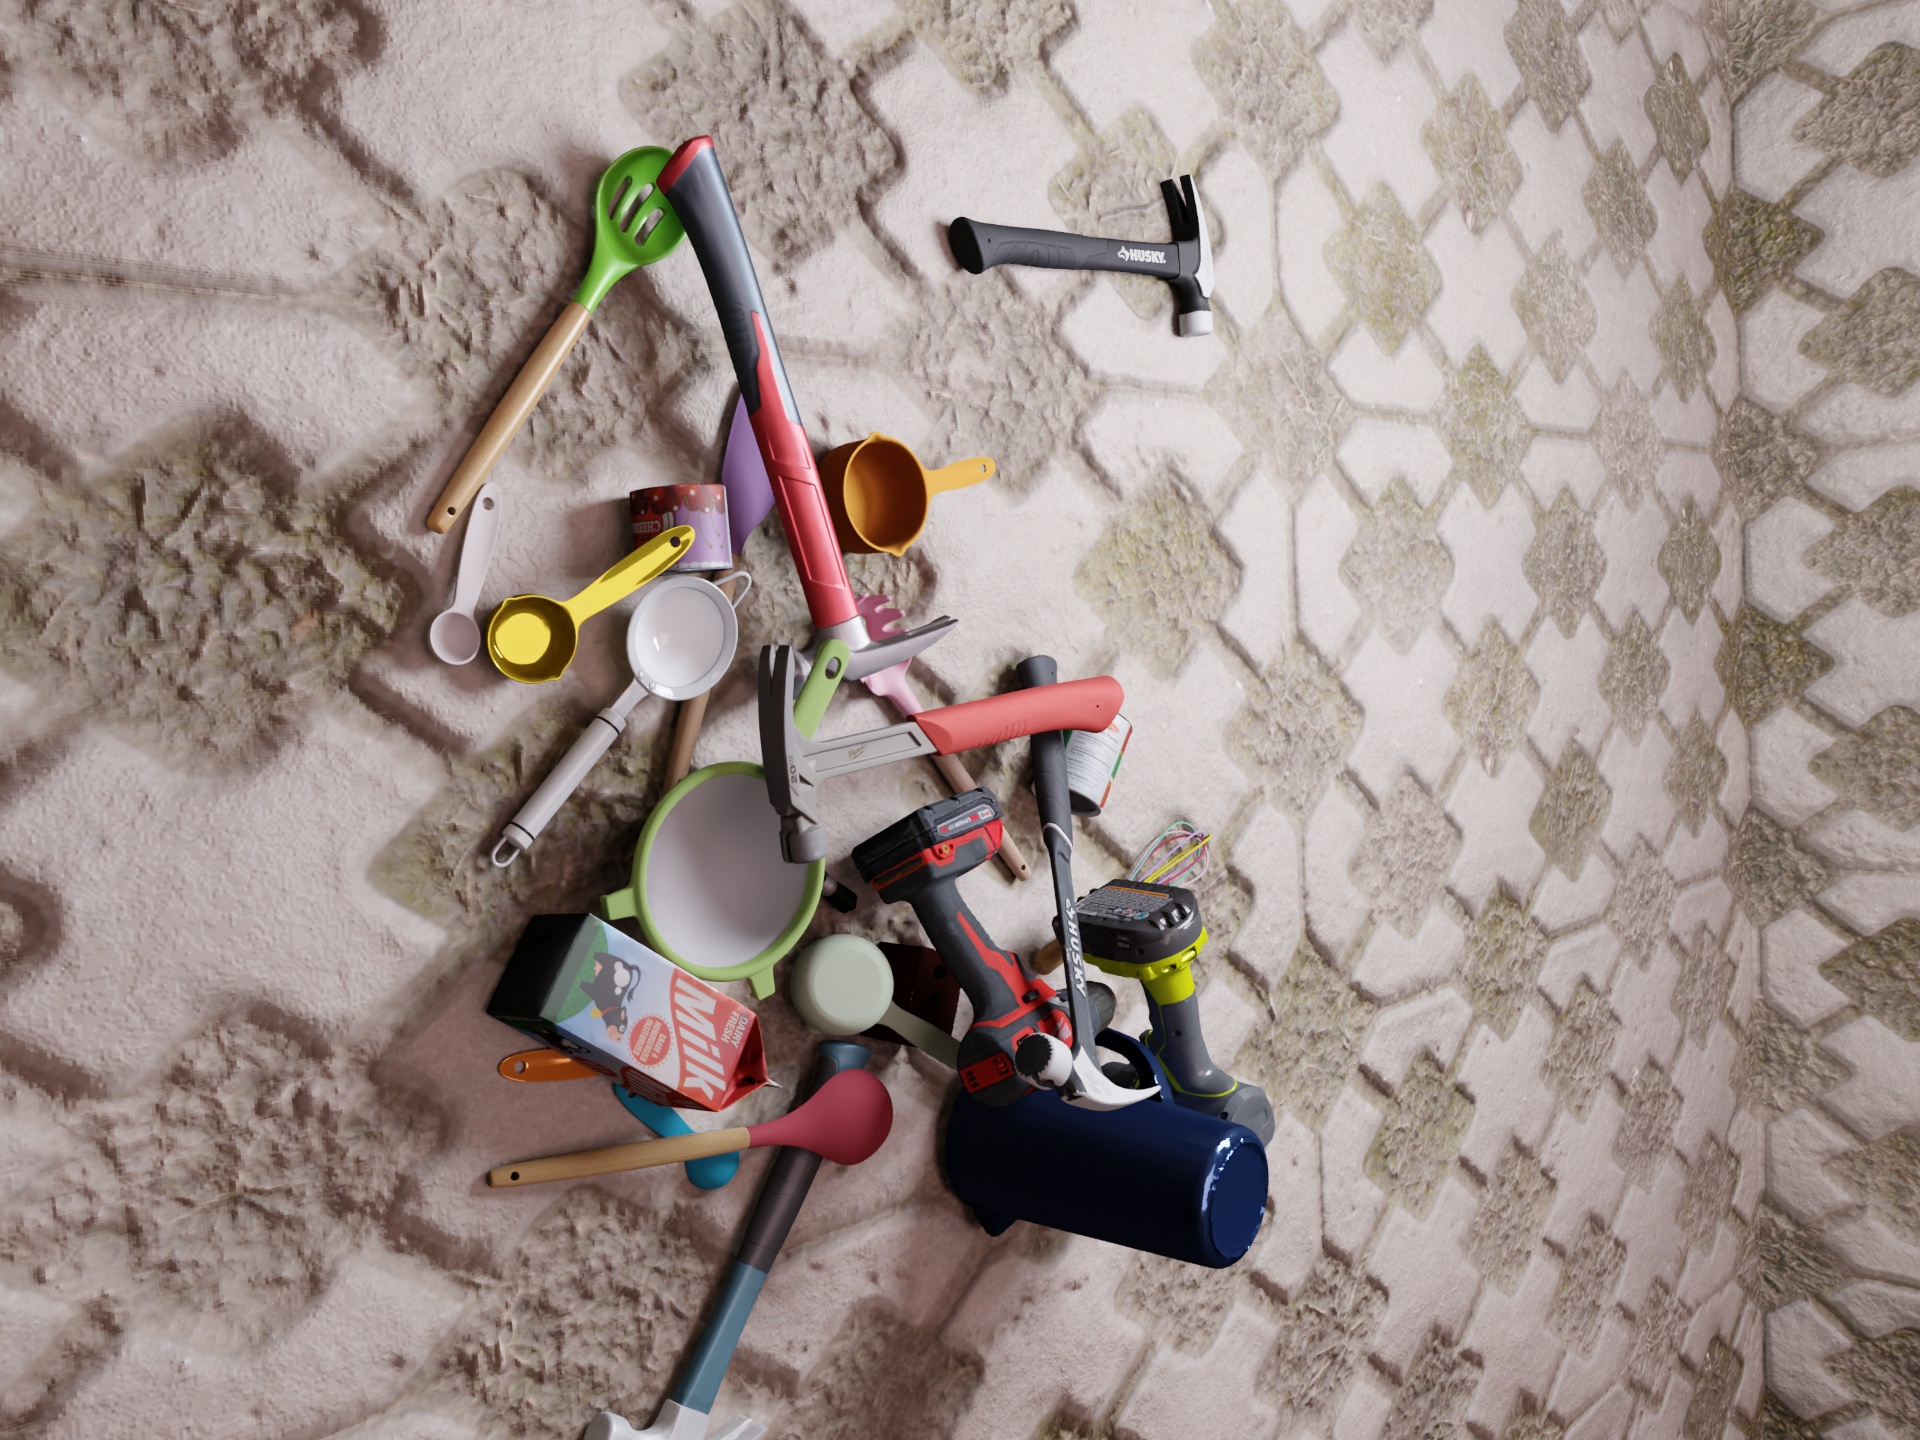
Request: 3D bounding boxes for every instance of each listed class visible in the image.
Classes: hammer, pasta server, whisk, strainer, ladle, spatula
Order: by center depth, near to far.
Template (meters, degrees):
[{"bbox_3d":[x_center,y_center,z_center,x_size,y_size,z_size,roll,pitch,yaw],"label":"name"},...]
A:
[{"bbox_3d":[-0.231,-0.007,1.064,0.258,0.050,0.086,-55,130,-23],"label":"strainer"},{"bbox_3d":[-0.173,0.292,1.105,0.315,0.031,0.069,0,81,-36],"label":"ladle"},{"bbox_3d":[-0.152,0.055,1.114,0.151,0.069,0.256,37,69,-36],"label":"strainer"},{"bbox_3d":[-0.116,-0.215,1.121,0.143,0.038,0.386,-21,107,-17],"label":"hammer"},{"bbox_3d":[-0.169,-0.094,1.140,0.059,0.018,0.316,25,71,-45],"label":"spatula"},{"bbox_3d":[-0.146,0.383,1.154,0.128,0.033,0.331,42,62,-36],"label":"hammer"},{"bbox_3d":[-0.002,-0.004,1.188,0.359,0.037,0.149,-13,101,-45],"label":"hammer"},{"bbox_3d":[0.083,0.113,1.255,0.149,0.036,0.409,36,38,-41],"label":"hammer"},{"bbox_3d":[-0.015,0.022,1.282,0.060,0.040,0.316,-46,123,-20],"label":"pasta server"},{"bbox_3d":[0.115,-0.421,1.414,0.334,0.035,0.146,-11,99,-44],"label":"hammer"},{"bbox_3d":[0.151,0.160,1.447,0.245,0.047,0.051,-32,113,-37],"label":"whisk"}]

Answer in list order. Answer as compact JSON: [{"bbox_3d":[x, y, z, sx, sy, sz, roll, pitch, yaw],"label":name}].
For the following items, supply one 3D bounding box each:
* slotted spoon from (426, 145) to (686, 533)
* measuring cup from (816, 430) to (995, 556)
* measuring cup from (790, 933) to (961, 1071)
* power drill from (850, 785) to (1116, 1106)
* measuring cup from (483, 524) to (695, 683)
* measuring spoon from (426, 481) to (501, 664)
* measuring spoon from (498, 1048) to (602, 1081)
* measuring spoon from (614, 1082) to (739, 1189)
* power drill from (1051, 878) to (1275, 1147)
[{"bbox_3d":[-0.263,-0.251,1.040,0.070,0.031,0.314,42,64,-37],"label":"slotted spoon"},{"bbox_3d":[-0.045,-0.182,1.242,0.173,0.052,0.095,-23,106,-45],"label":"measuring cup"},{"bbox_3d":[-0.049,0.221,1.189,0.167,0.038,0.083,32,75,-5],"label":"measuring cup"},{"bbox_3d":[0.030,0.170,1.233,0.188,0.080,0.227,-15,76,-57],"label":"power drill"},{"bbox_3d":[-0.240,-0.082,1.033,0.156,0.029,0.062,-38,115,-19],"label":"measuring cup"},{"bbox_3d":[-0.312,-0.093,1.003,0.034,0.018,0.124,25,66,-42],"label":"measuring spoon"},{"bbox_3d":[-0.255,0.229,1.062,0.116,0.011,0.021,7,79,-41],"label":"measuring spoon"},{"bbox_3d":[-0.195,0.287,1.111,0.128,0.021,0.042,52,56,-33],"label":"measuring spoon"},{"bbox_3d":[0.159,0.256,1.352,0.080,0.191,0.228,-27,106,-32],"label":"power drill"}]
